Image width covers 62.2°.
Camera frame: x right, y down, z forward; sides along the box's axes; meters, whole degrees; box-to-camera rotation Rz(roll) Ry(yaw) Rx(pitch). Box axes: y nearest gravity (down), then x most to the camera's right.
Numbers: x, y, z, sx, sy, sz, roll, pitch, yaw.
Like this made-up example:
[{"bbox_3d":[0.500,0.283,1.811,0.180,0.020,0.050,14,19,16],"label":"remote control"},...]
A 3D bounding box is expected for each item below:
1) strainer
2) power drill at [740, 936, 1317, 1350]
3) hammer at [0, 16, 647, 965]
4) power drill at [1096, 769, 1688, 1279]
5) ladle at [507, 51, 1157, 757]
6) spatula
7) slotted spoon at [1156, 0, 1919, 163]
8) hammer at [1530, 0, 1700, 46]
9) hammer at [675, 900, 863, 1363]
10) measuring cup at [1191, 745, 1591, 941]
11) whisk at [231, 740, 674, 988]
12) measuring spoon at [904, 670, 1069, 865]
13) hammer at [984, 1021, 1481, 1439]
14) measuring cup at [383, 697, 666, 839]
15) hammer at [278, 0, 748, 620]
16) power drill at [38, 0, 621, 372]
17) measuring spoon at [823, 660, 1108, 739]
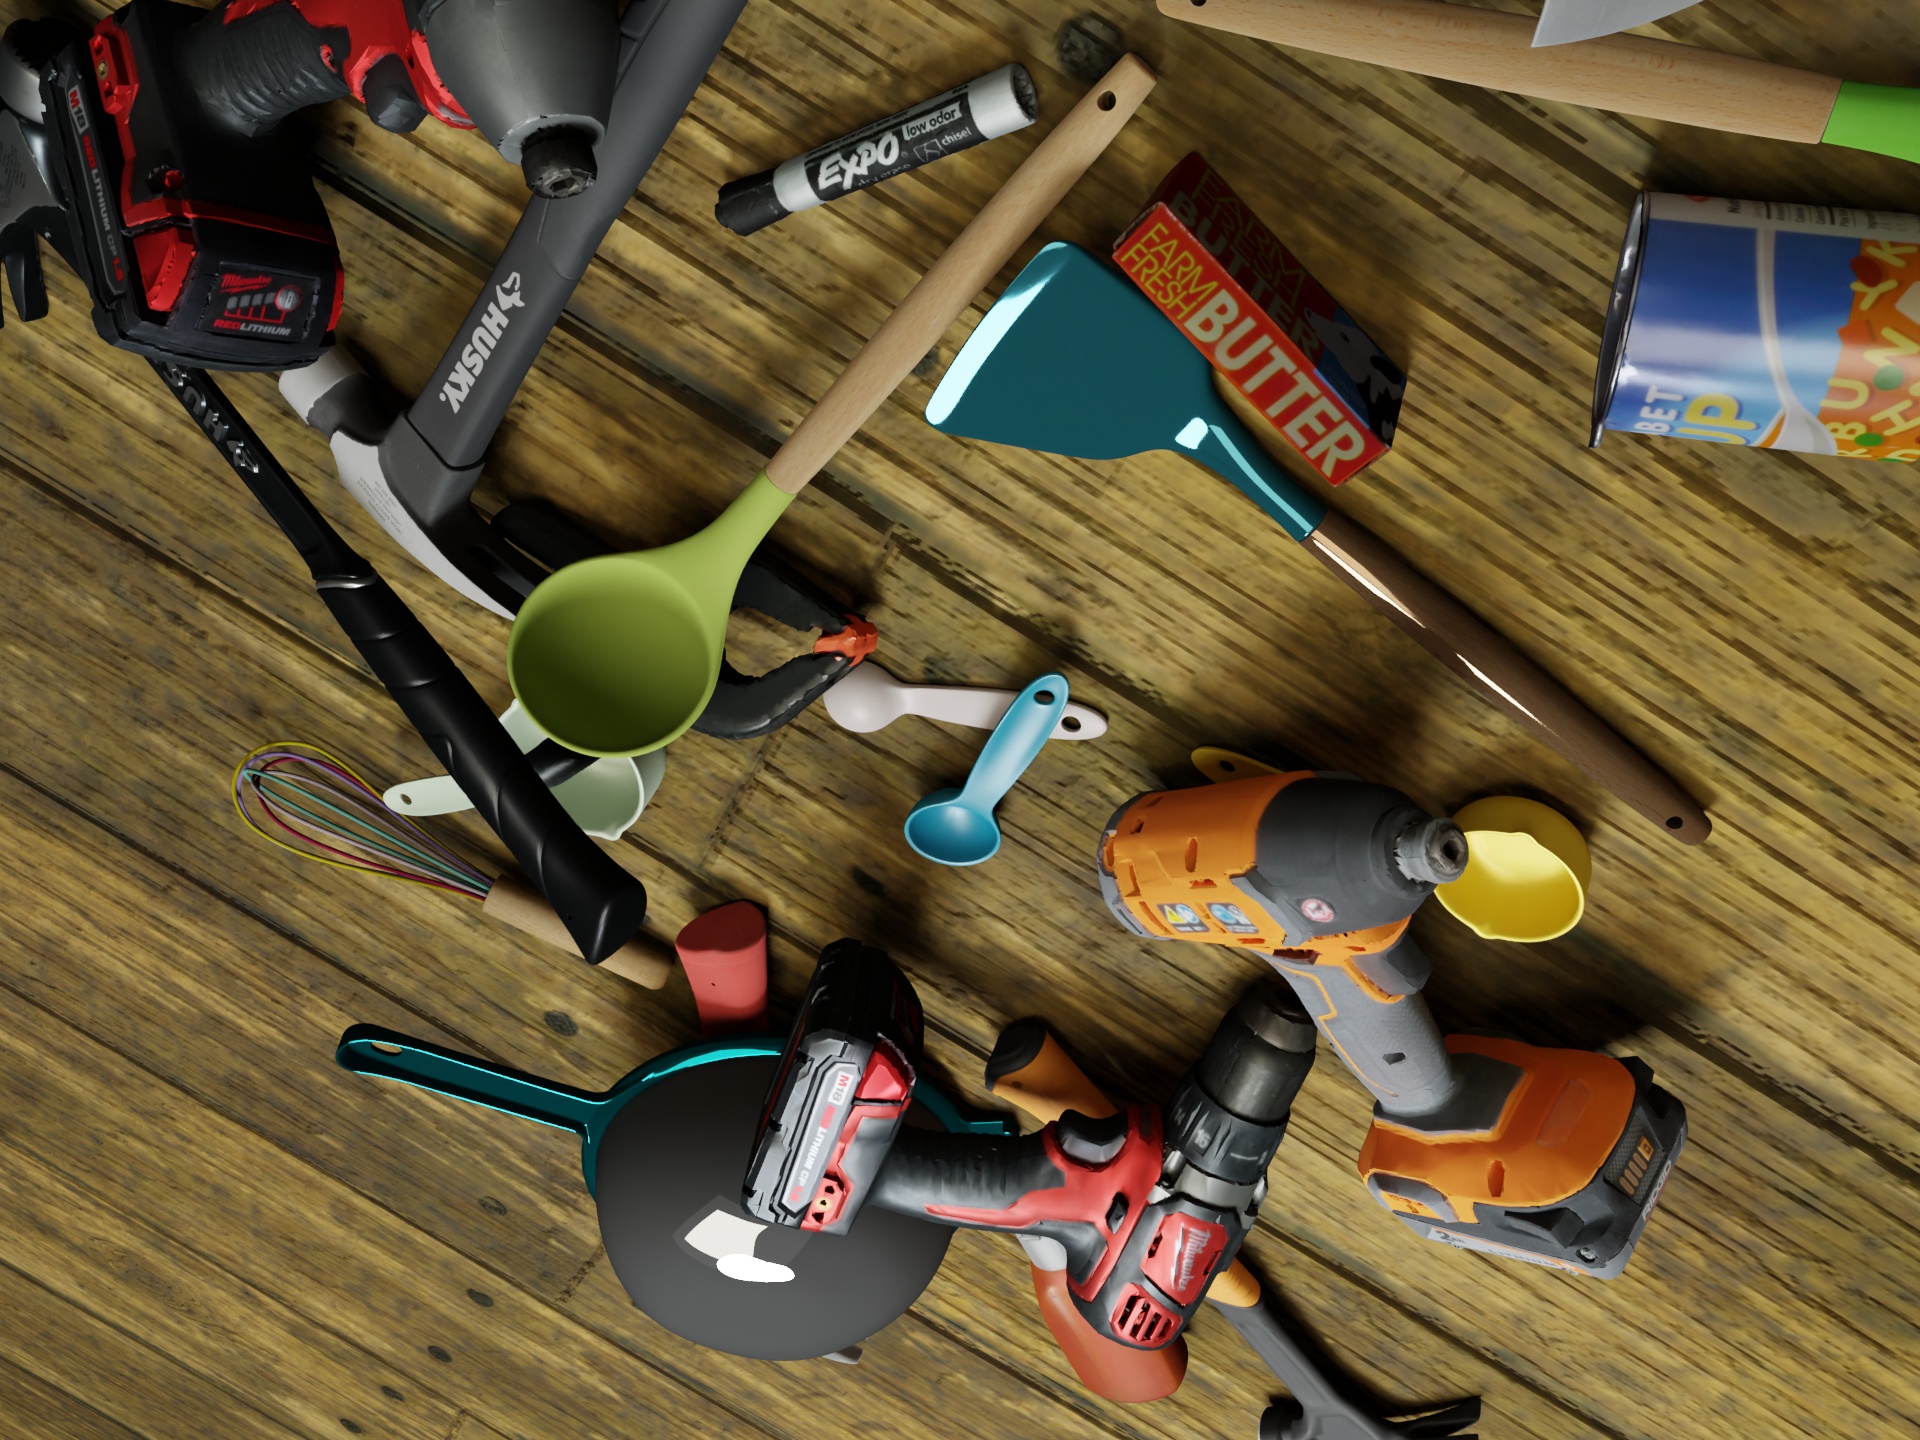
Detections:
[{"bbox_3d":[-0.150,0.239,0.793,0.340,0.095,0.211,23,123,-18],"label":"strainer"},{"bbox_3d":[0.034,0.174,0.710,0.226,0.080,0.187,20,111,-7],"label":"power drill"},{"bbox_3d":[-0.263,-0.069,0.641,0.409,0.036,0.149,52,133,-1],"label":"hammer"},{"bbox_3d":[0.171,0.108,0.599,0.226,0.084,0.164,47,154,-15],"label":"power drill"},{"bbox_3d":[-0.051,-0.098,0.545,0.078,0.062,0.320,47,119,-1],"label":"ladle"},{"bbox_3d":[0.138,-0.045,0.544,0.317,0.044,0.082,36,128,-8],"label":"spatula"},{"bbox_3d":[0.198,-0.164,0.410,0.314,0.031,0.070,20,115,20],"label":"slotted spoon"},{"bbox_3d":[-0.007,-0.250,0.402,0.405,0.144,0.035,23,129,14],"label":"hammer"},{"bbox_3d":[-0.115,0.238,0.886,0.149,0.037,0.358,16,131,11],"label":"hammer"},{"bbox_3d":[0.165,0.036,0.616,0.156,0.029,0.062,23,140,21],"label":"measuring cup"},{"bbox_3d":[-0.260,0.076,0.819,0.245,0.047,0.051,26,144,-3],"label":"whisk"},{"bbox_3d":[0.015,0.016,0.659,0.042,0.021,0.128,21,135,-12],"label":"measuring spoon"},{"bbox_3d":[0.129,0.274,0.809,0.127,0.034,0.336,-25,114,37],"label":"hammer"},{"bbox_3d":[-0.209,0.019,0.752,0.167,0.038,0.083,-10,122,32],"label":"measuring cup"},{"bbox_3d":[-0.132,-0.172,0.552,0.146,0.035,0.334,49,128,4],"label":"hammer"},{"bbox_3d":[-0.197,-0.201,0.512,0.219,0.078,0.143,-20,84,33],"label":"power drill"},{"bbox_3d":[-0.001,-0.002,0.656,0.124,0.018,0.034,7,129,18],"label":"measuring spoon"}]
